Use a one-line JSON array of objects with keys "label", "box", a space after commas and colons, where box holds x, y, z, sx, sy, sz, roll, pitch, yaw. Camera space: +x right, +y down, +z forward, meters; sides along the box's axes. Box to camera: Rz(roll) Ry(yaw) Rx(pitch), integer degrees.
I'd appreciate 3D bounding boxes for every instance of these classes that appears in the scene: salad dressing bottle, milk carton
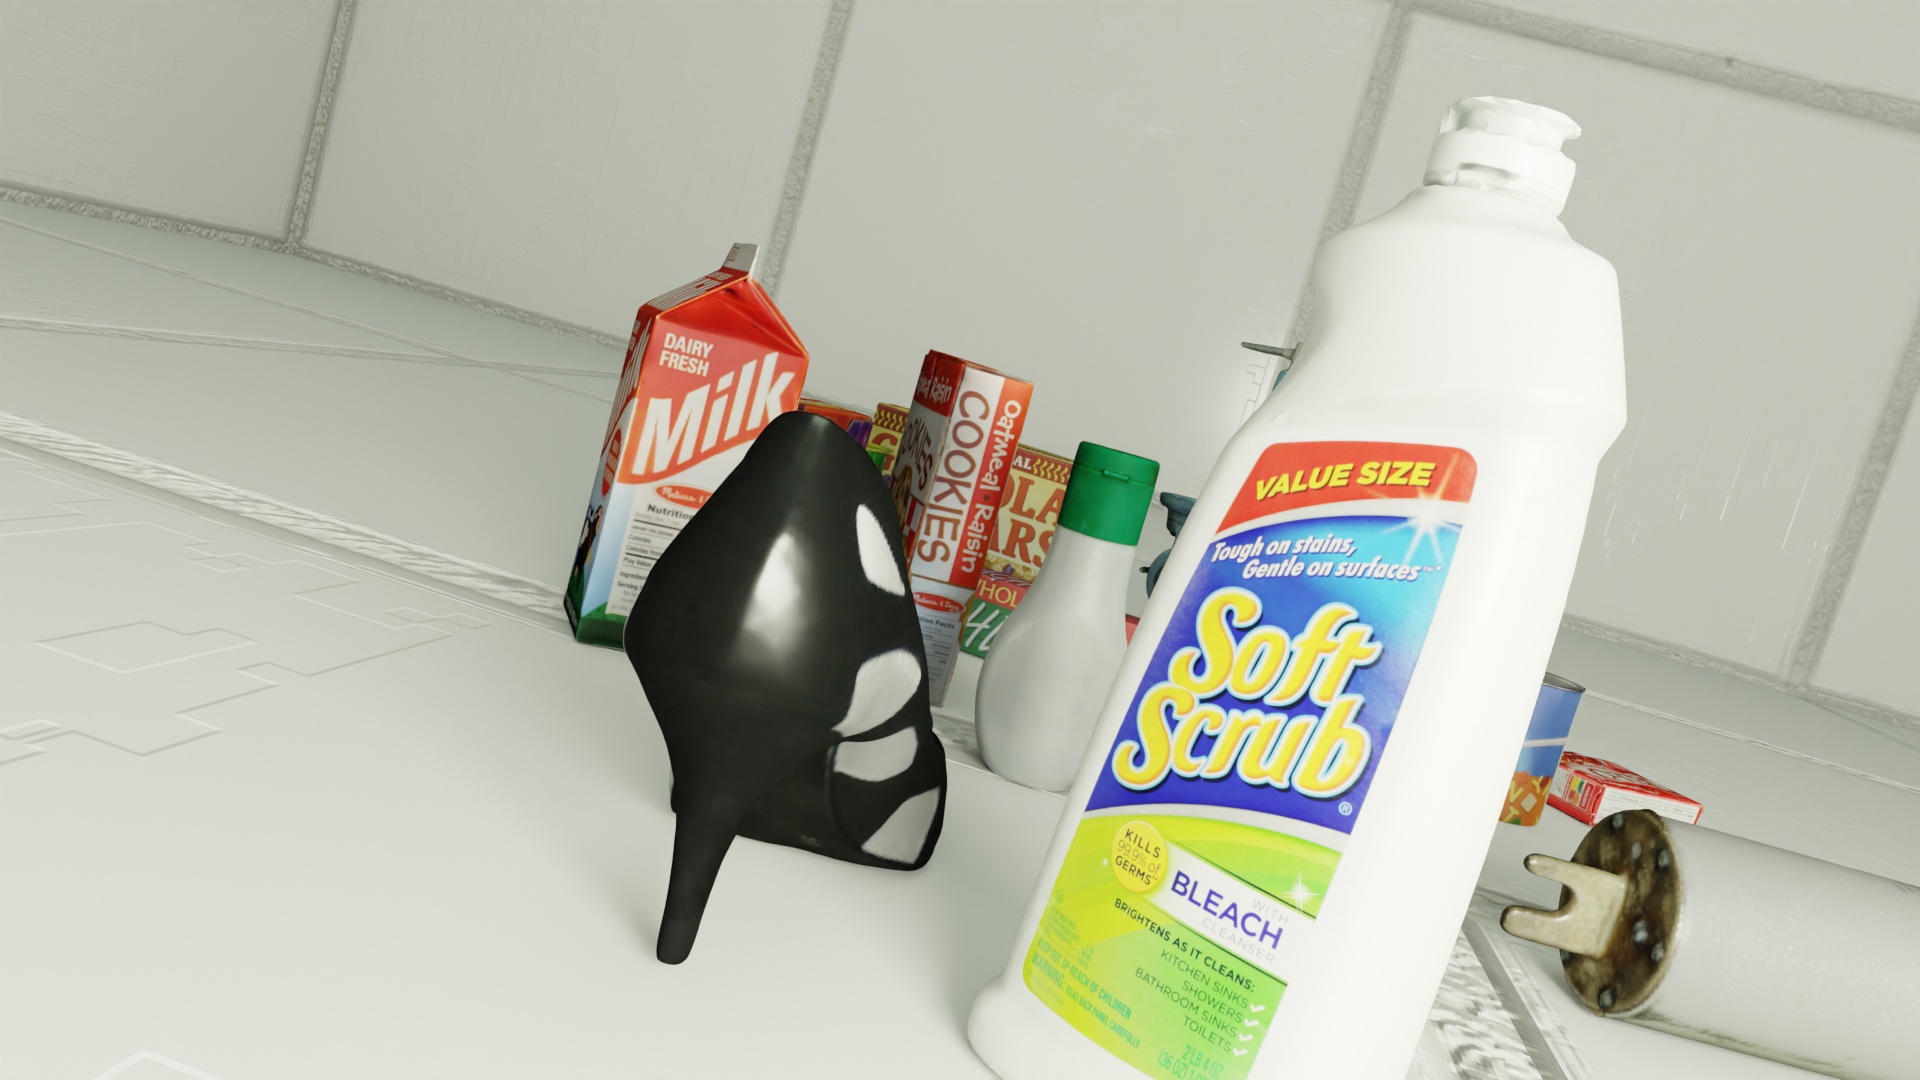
[{"label": "salad dressing bottle", "box": [0.049, 0.032, 0.601, 0.064, 0.147, 0.044, 16, 6, 3]}, {"label": "milk carton", "box": [-0.125, -0.046, 0.647, 0.073, 0.190, 0.072, 13, 7, -22]}]

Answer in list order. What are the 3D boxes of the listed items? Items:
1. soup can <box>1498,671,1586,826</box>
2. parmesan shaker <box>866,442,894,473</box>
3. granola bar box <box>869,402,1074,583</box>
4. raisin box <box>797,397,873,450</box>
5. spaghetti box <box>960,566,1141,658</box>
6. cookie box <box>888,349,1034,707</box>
[{"label": "soup can", "box": [0.313, 0.114, 0.806, 0.071, 0.083, 0.071, 16, 7, -2]}, {"label": "parmesan shaker", "box": [-0.086, -0.013, 0.834, 0.071, 0.103, 0.071, 16, 7, -2]}, {"label": "granola bar box", "box": [0.003, -0.012, 0.932, 0.166, 0.124, 0.039, 19, 7, 25]}, {"label": "raisin box", "box": [-0.094, -0.015, 0.745, 0.040, 0.123, 0.086, 18, 7, 19]}, {"label": "spaghetti box", "box": [0.052, 0.055, 0.820, 0.250, 0.050, 0.029, 18, 7, 16]}, {"label": "cookie box", "box": [-0.015, -0.013, 0.726, 0.040, 0.167, 0.123, 14, 7, -13]}]
